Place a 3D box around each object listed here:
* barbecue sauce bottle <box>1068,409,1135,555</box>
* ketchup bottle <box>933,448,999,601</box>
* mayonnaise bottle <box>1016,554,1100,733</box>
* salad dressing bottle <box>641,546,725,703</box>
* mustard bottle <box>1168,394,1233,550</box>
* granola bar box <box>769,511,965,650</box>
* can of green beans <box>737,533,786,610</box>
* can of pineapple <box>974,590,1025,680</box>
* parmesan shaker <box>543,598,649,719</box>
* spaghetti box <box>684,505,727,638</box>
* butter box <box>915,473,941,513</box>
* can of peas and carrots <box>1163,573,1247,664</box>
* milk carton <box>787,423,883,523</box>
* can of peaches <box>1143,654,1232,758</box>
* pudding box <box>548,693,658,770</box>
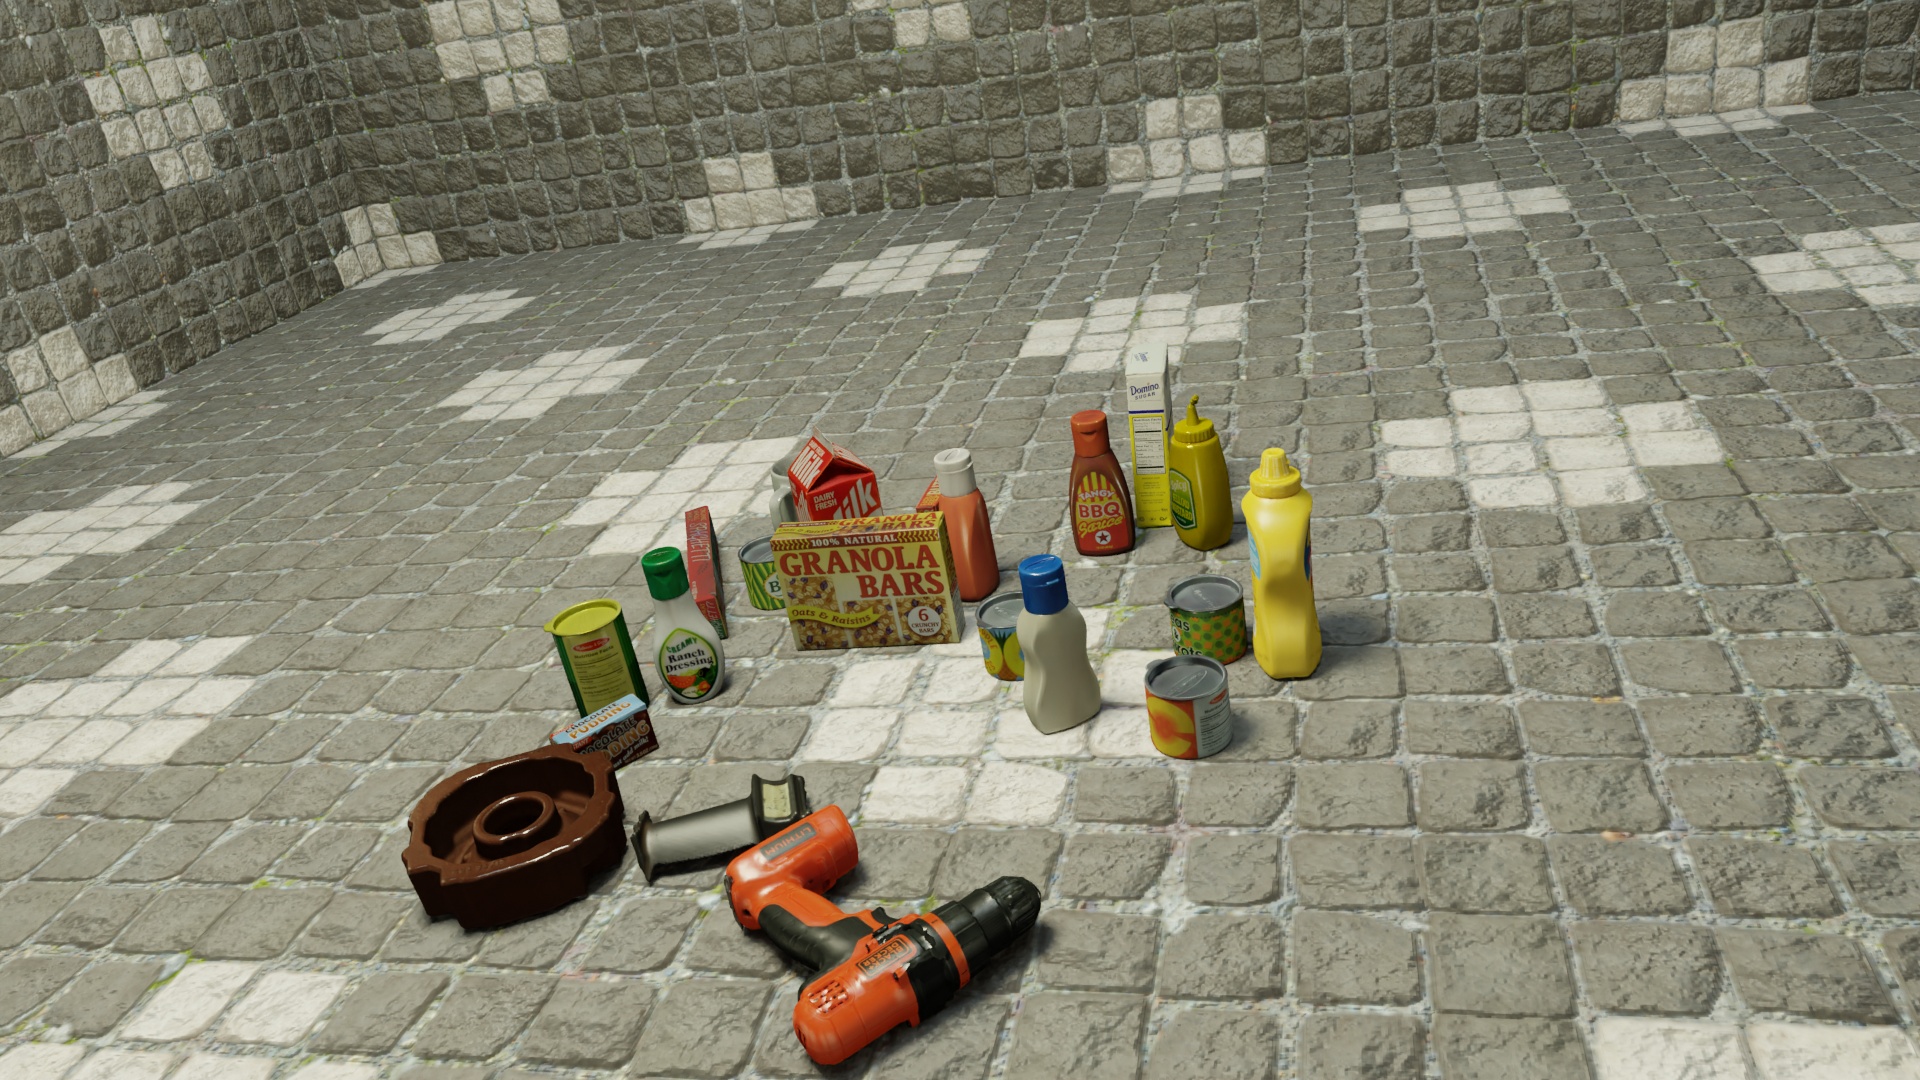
[{"bbox_3d":[0.139,-0.058,1.413,0.065,0.148,0.044,-5,26,12],"label":"barbecue sauce bottle"},{"bbox_3d":[0.005,-0.017,1.379,0.043,0.148,0.065,1,27,24],"label":"ketchup bottle"},{"bbox_3d":[0.076,0.084,1.142,0.065,0.147,0.041,-20,26,-19],"label":"mayonnaise bottle"},{"bbox_3d":[-0.259,0.078,1.283,0.064,0.147,0.044,-13,25,-5],"label":"salad dressing bottle"},{"bbox_3d":[0.236,-0.071,1.388,0.049,0.159,0.065,-20,27,-20],"label":"mustard bottle"},{"bbox_3d":[-0.087,0.040,1.324,0.165,0.123,0.039,-4,26,14],"label":"granola bar box"},{"bbox_3d":[-0.195,0.033,1.457,0.071,0.057,0.071,-9,25,4],"label":"can of green beans"},{"bbox_3d":[0.048,0.086,1.252,0.071,0.057,0.071,-9,25,4],"label":"can of pineapple"},{"bbox_3d":[-0.336,0.115,1.287,0.071,0.102,0.071,-9,25,4],"label":"parmesan shaker"},{"bbox_3d":[-0.276,0.031,1.500,0.029,0.050,0.251,-14,25,-7],"label":"spaghetti box"},{"bbox_3d":[-0.021,-0.037,1.542,0.024,0.053,0.104,-2,26,17],"label":"butter box"},{"bbox_3d":[0.215,0.071,1.219,0.071,0.058,0.071,-9,25,4],"label":"can of peas and carrots"},{"bbox_3d":[-0.119,-0.020,1.383,0.073,0.189,0.072,-18,26,-16],"label":"milk carton"},{"bbox_3d":[0.180,0.132,1.107,0.071,0.057,0.071,-9,25,4],"label":"can of peaches"},{"bbox_3d":[-0.311,0.175,1.214,0.084,0.049,0.030,-27,30,-31],"label":"pudding box"}]
